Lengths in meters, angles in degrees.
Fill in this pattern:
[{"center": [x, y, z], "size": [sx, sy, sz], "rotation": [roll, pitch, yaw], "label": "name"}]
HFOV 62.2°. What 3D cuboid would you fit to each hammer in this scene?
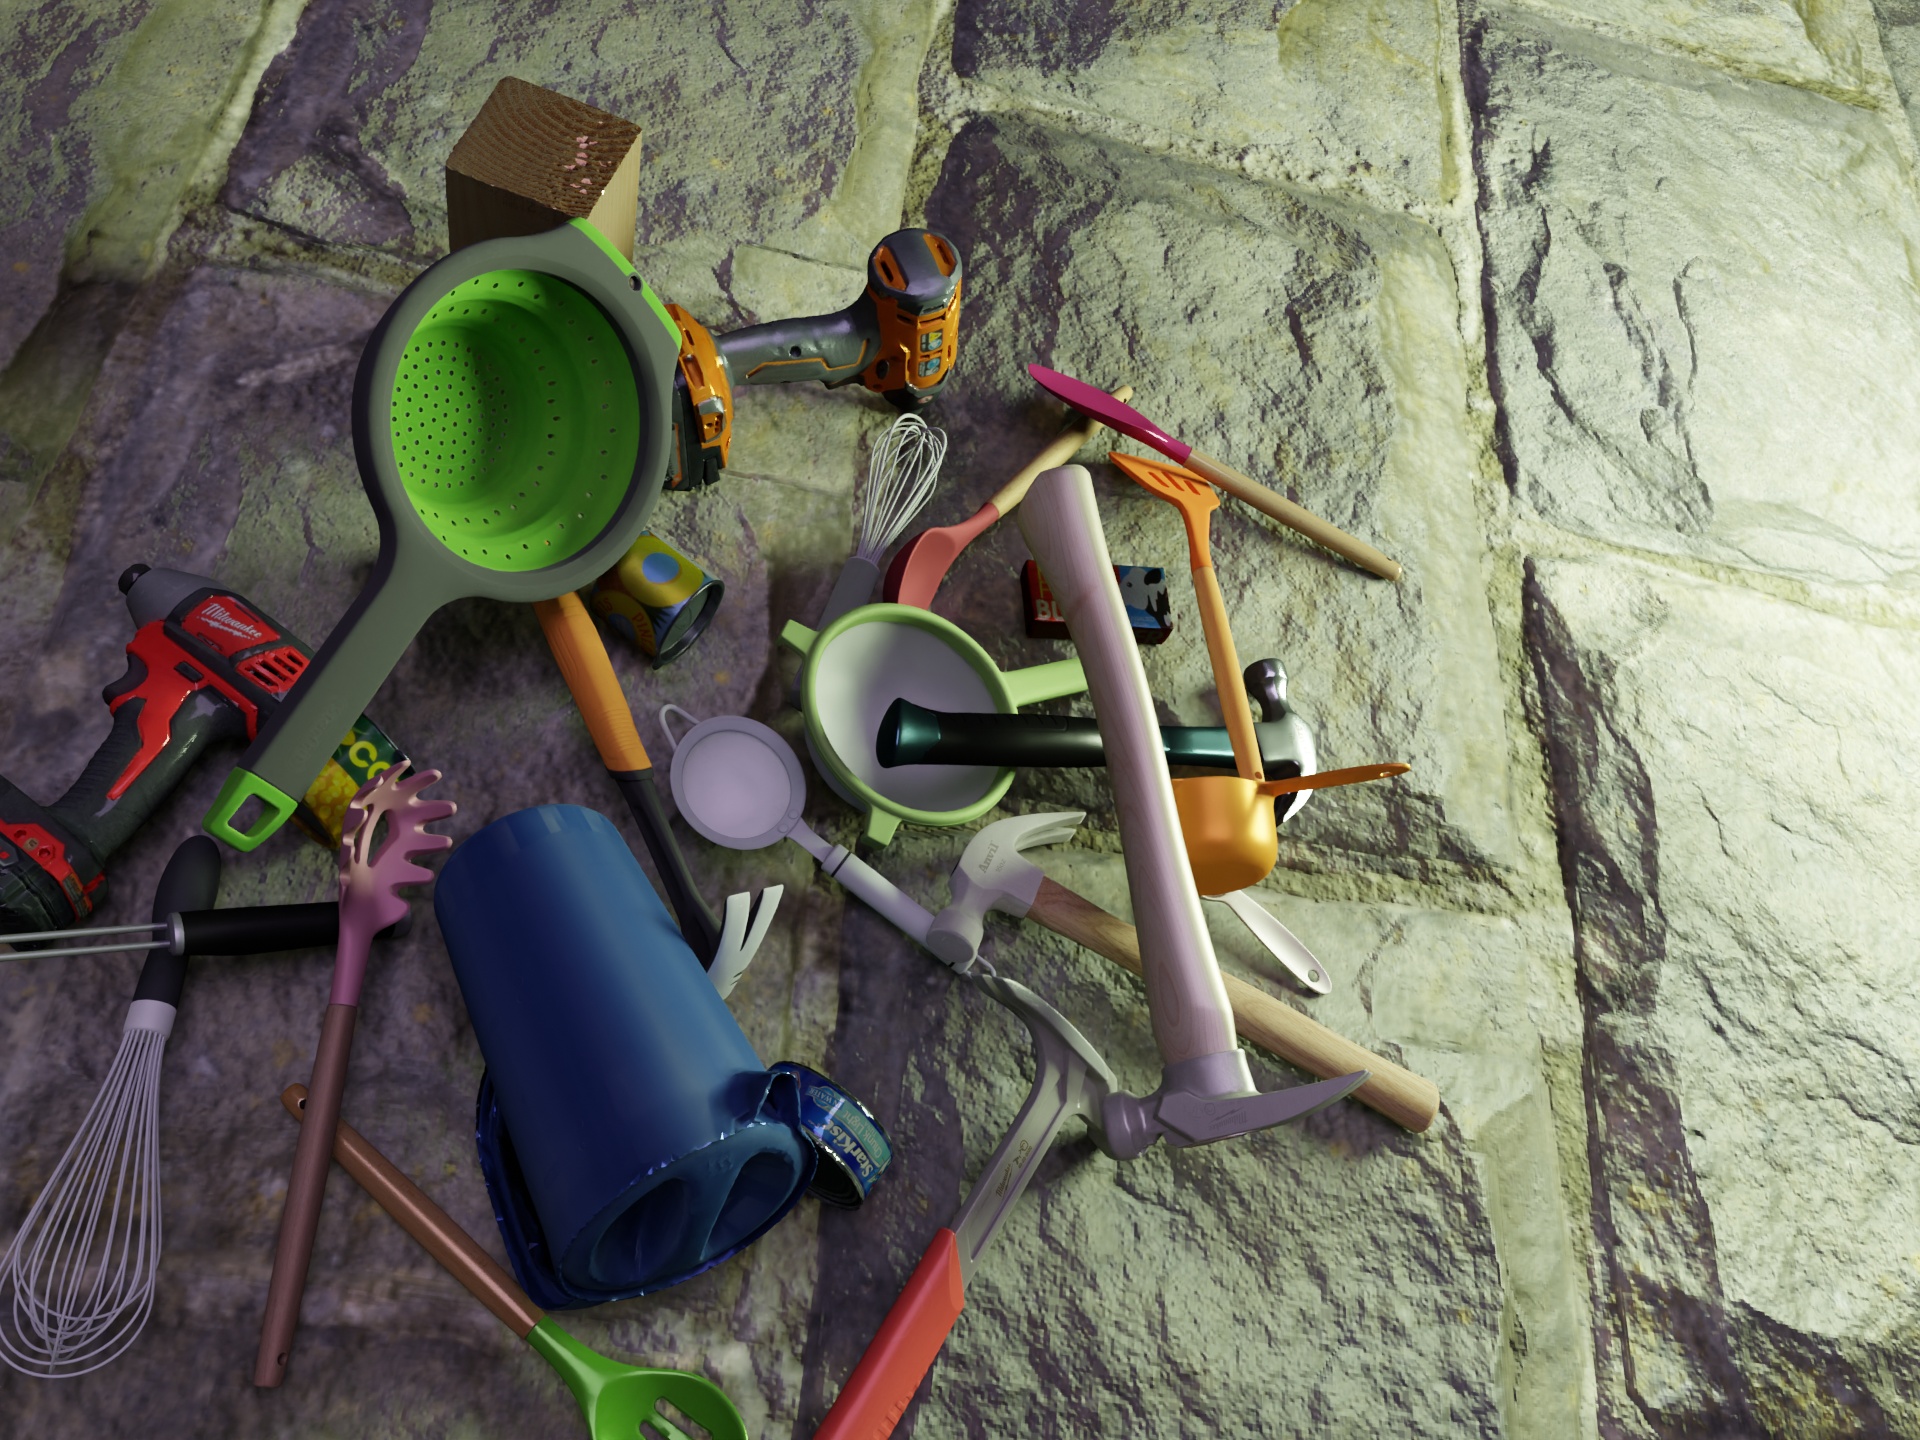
[{"center": [-0.029, 0.312, 0.829], "size": [0.149, 0.037, 0.359], "rotation": [49, 60, -24], "label": "hammer"}, {"center": [0.113, 0.033, 0.923], "size": [0.146, 0.038, 0.411], "rotation": [-17, 70, 14], "label": "hammer"}, {"center": [0.146, 0.160, 0.980], "size": [0.331, 0.031, 0.130], "rotation": [28, 48, -2], "label": "hammer"}, {"center": [-0.202, 0.006, 0.939], "size": [0.034, 0.127, 0.337], "rotation": [-10, 58, -36], "label": "hammer"}, {"center": [0.095, 0.013, 1.009], "size": [0.330, 0.033, 0.128], "rotation": [2, 61, -31], "label": "hammer"}]

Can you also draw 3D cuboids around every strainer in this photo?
[{"center": [-0.002, -0.003, 1.026], "size": [0.256, 0.069, 0.151], "rotation": [-14, 72, -38], "label": "strainer"}, {"center": [-0.083, 0.082, 0.965], "size": [0.258, 0.050, 0.087], "rotation": [37, 54, 0], "label": "strainer"}]

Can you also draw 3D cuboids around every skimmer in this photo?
[{"center": [-0.436, 0.099, 0.762], "size": [0.363, 0.090, 0.127], "rotation": [0, 64, -39], "label": "skimmer"}]

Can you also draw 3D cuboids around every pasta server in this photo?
[{"center": [-0.320, 0.175, 0.823], "size": [0.040, 0.060, 0.316], "rotation": [-7, 68, 30], "label": "pasta server"}]

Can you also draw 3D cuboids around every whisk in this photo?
[{"center": [-0.423, 0.184, 0.810], "size": [0.070, 0.070, 0.285], "rotation": [7, 56, -12], "label": "whisk"}, {"center": [-0.063, -0.108, 1.073], "size": [0.058, 0.059, 0.246], "rotation": [2, 57, 31], "label": "whisk"}]

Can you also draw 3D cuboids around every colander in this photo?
[{"center": [-0.314, -0.108, 0.902], "size": [0.094, 0.204, 0.397], "rotation": [13, 66, 39], "label": "colander"}]

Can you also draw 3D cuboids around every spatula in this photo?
[{"center": [0.166, -0.076, 1.084], "size": [0.081, 0.041, 0.323], "rotation": [10, 51, -21], "label": "spatula"}]

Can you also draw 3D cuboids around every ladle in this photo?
[{"center": [0.037, -0.162, 1.127], "size": [0.031, 0.069, 0.315], "rotation": [27, 51, 24], "label": "ladle"}]

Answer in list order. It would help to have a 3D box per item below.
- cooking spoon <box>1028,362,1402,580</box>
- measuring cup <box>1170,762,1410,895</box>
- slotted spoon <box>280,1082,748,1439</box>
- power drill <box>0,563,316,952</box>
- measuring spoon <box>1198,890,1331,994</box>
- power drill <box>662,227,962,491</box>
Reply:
[{"center": [0.188, -0.182, 1.172], "size": [0.319, 0.017, 0.069], "rotation": [27, 24, -7], "label": "cooking spoon"}, {"center": [0.184, 0.065, 0.947], "size": [0.173, 0.095, 0.052], "rotation": [-14, 63, 28], "label": "measuring cup"}, {"center": [-0.235, 0.292, 0.817], "size": [0.314, 0.031, 0.070], "rotation": [39, 58, 10], "label": "slotted spoon"}, {"center": [-0.473, 0.007, 0.881], "size": [0.143, 0.078, 0.220], "rotation": [36, 57, 6], "label": "power drill"}, {"center": [0.191, 0.134, 1.027], "size": [0.124, 0.018, 0.034], "rotation": [44, 60, 3], "label": "measuring spoon"}, {"center": [-0.108, -0.234, 1.076], "size": [0.226, 0.164, 0.084], "rotation": [-20, 69, -10], "label": "power drill"}]
